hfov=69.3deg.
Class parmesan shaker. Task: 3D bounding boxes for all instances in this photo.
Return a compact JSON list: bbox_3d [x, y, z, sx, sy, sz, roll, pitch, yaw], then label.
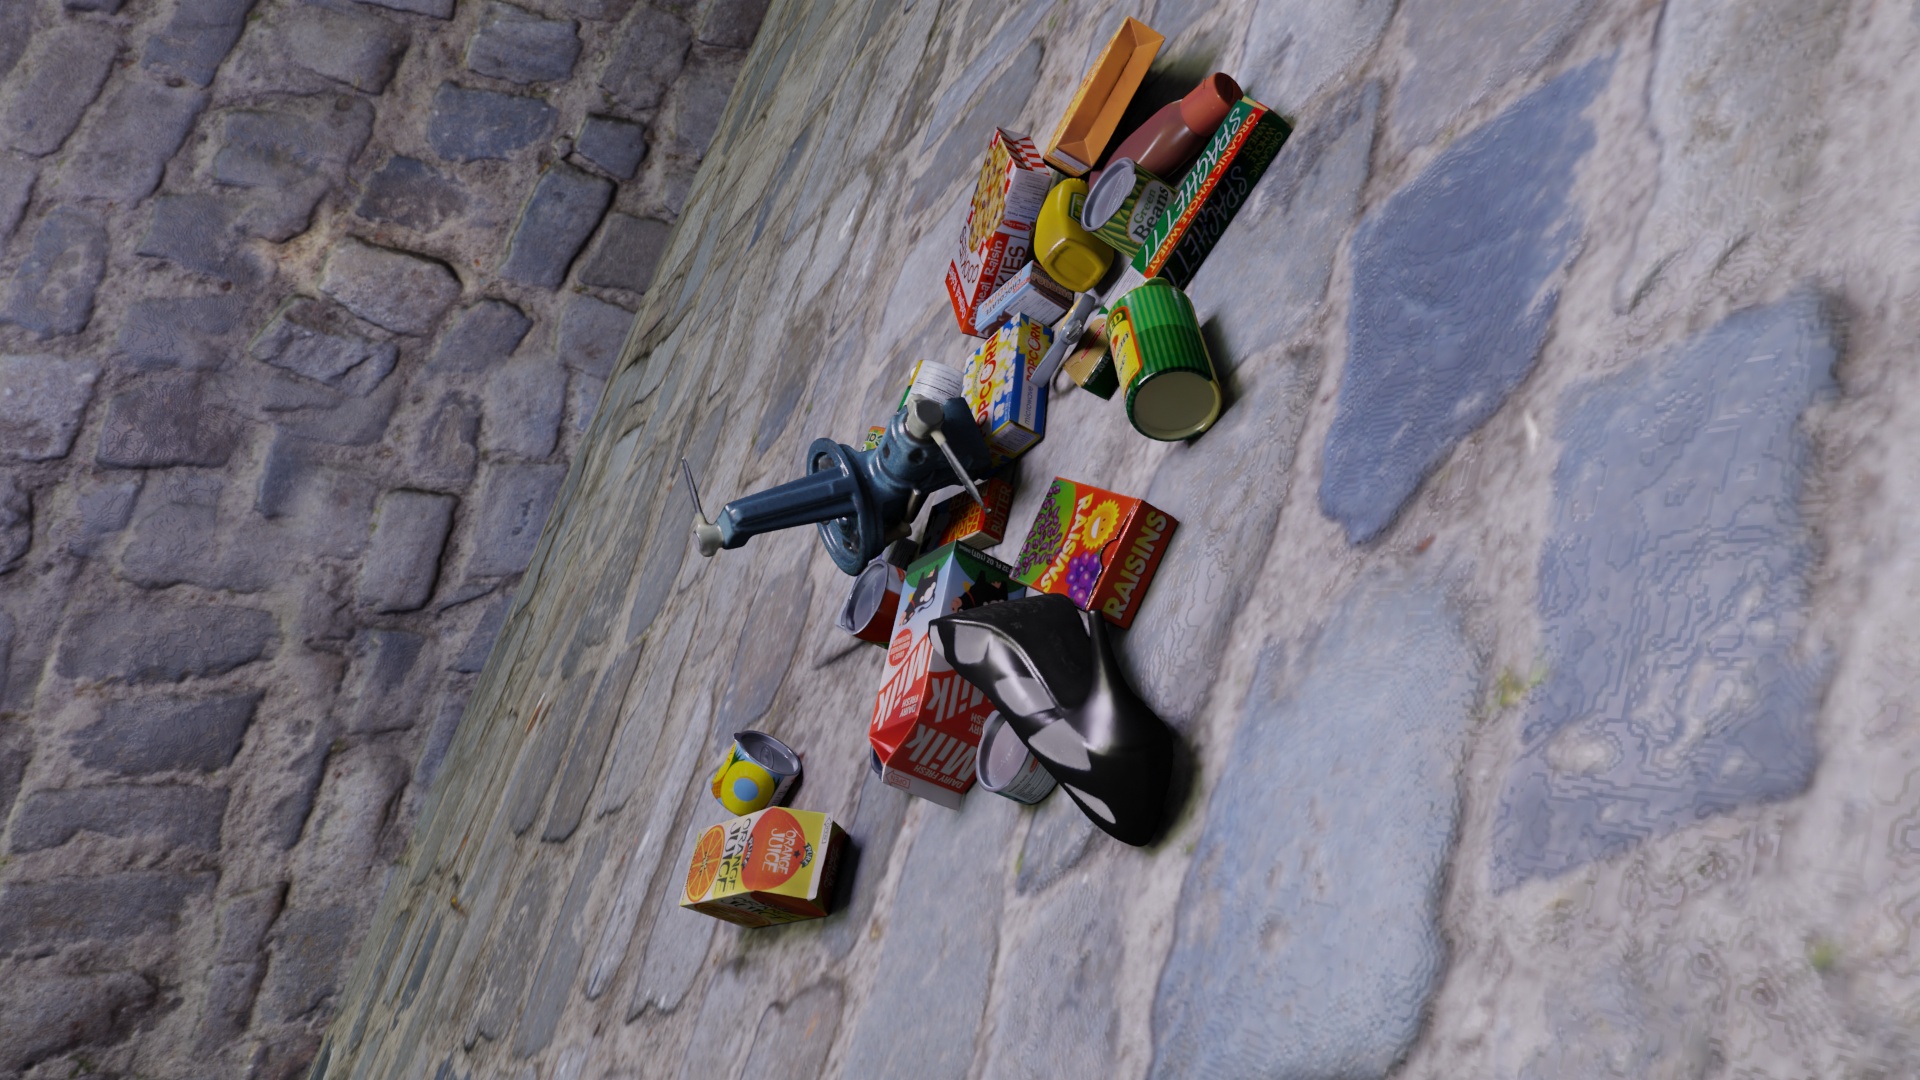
[{"bbox_3d":[0.141,-0.127,0.974,0.071,0.071,0.103,-48,29,31],"label":"parmesan shaker"}]

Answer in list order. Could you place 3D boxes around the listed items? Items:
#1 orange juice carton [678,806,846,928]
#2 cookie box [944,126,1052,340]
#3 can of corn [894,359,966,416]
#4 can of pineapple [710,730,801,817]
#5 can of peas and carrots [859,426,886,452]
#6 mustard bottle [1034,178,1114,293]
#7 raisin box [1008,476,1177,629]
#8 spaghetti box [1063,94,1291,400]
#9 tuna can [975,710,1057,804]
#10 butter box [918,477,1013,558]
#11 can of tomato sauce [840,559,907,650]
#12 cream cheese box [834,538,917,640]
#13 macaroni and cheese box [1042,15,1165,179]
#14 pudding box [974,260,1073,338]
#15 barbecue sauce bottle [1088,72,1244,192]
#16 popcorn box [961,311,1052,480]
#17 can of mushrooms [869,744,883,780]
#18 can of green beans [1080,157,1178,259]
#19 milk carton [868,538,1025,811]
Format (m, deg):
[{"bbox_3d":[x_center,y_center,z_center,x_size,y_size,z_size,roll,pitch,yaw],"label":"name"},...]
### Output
[{"bbox_3d":[-0.160,0.276,1.172,0.192,0.073,0.072,-28,43,51],"label":"orange juice carton"},{"bbox_3d":[0.034,-0.290,1.318,0.123,0.040,0.166,-103,29,-56],"label":"cookie box"},{"bbox_3d":[-0.020,-0.128,1.295,0.071,0.071,0.058,11,76,64],"label":"can of corn"},{"bbox_3d":[-0.192,0.218,1.294,0.057,0.071,0.071,-58,26,13],"label":"can of pineapple"},{"bbox_3d":[-0.069,-0.071,1.327,0.071,0.071,0.059,7,73,64],"label":"can of peas and carrots"},{"bbox_3d":[0.098,-0.278,1.211,0.048,0.065,0.161,-44,26,32],"label":"mustard bottle"},{"bbox_3d":[0.091,0.006,0.983,0.086,0.040,0.123,-64,26,-2],"label":"raisin box"},{"bbox_3d":[0.164,-0.223,1.071,0.249,0.028,0.050,-56,26,16],"label":"spaghetti box"},{"bbox_3d":[0.042,0.145,0.955,0.070,0.033,0.071,-44,32,37],"label":"tuna can"},{"bbox_3d":[0.004,-0.015,1.188,0.103,0.024,0.053,-23,47,55],"label":"butter box"},{"bbox_3d":[-0.045,0.063,1.138,0.071,0.083,0.071,-44,32,37],"label":"can of tomato sauce"},{"bbox_3d":[-0.079,0.041,1.295,0.104,0.024,0.053,-66,25,-3],"label":"cream cheese box"},{"bbox_3d":[0.122,-0.389,1.235,0.123,0.040,0.167,-60,7,9],"label":"macaroni and cheese box"},{"bbox_3d":[0.056,-0.207,1.239,0.083,0.049,0.030,-35,36,46],"label":"pudding box"},{"bbox_3d":[0.168,-0.327,1.143,0.148,0.043,0.065,-32,34,48],"label":"barbecue sauce bottle"},{"bbox_3d":[0.037,-0.125,1.212,0.085,0.038,0.127,-37,36,46],"label":"popcorn box"},{"bbox_3d":[-0.041,0.161,1.099,0.070,0.033,0.071,-43,32,36],"label":"can of mushrooms"},{"bbox_3d":[0.140,-0.265,1.122,0.071,0.058,0.071,-44,31,36],"label":"can of green beans"},{"bbox_3d":[-0.012,0.104,1.050,0.073,0.072,0.191,-29,42,51],"label":"milk carton"}]
